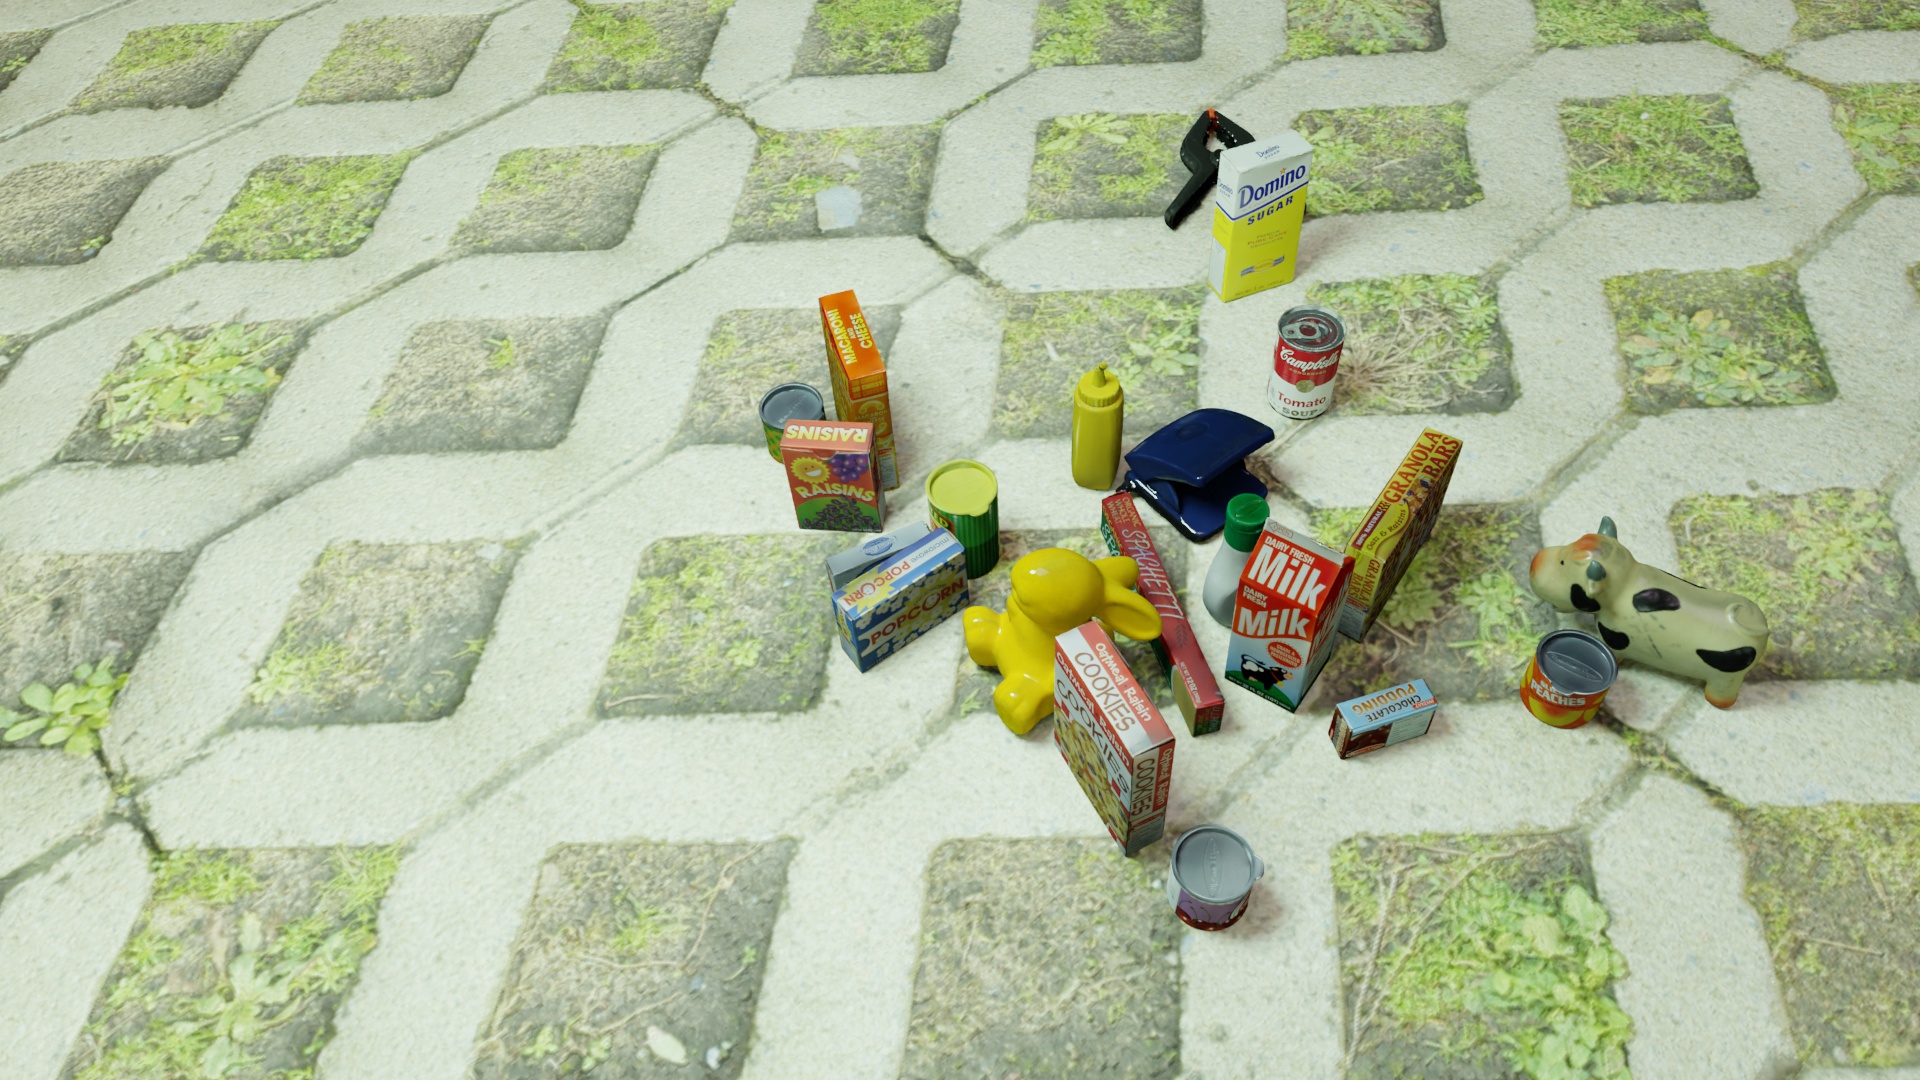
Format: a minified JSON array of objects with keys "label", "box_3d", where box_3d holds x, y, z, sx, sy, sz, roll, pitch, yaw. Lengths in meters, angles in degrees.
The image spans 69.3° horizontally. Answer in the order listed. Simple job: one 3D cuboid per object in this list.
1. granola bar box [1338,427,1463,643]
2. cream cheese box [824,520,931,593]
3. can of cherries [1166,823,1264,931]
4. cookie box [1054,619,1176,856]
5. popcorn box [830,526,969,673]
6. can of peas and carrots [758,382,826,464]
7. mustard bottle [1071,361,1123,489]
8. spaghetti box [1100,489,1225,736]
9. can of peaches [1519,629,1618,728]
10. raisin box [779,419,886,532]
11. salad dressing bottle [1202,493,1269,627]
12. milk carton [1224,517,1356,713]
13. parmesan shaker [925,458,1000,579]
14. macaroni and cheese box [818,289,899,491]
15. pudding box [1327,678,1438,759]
[{"label":"granola bar box","box_3d":[0.392,-0.006,1.259,0.039,0.123,0.166,28,58,23]},{"label":"cream cheese box","box_3d":[-0.075,0.022,1.310,0.104,0.053,0.024,-22,54,-14]},{"label":"can of cherries","box_3d":[0.200,0.267,1.094,0.071,0.058,0.072,-2,51,2]},{"label":"cookie box","box_3d":[0.121,0.160,1.115,0.040,0.166,0.123,-23,54,-14]},{"label":"popcorn box","box_3d":[-0.053,0.054,1.263,0.127,0.084,0.038,-32,56,-21]},{"label":"can of peas and carrots","box_3d":[-0.168,-0.118,1.425,0.071,0.058,0.071,-2,51,2]},{"label":"mustard bottle","box_3d":[0.133,-0.118,1.342,0.049,0.159,0.065,8,52,10]},{"label":"spaghetti box","box_3d":[0.180,0.061,1.265,0.029,0.050,0.251,-14,52,-7]},{"label":"can of peaches","box_3d":[0.520,0.121,1.192,0.071,0.057,0.071,-2,51,2]},{"label":"raisin box","box_3d":[-0.121,-0.060,1.334,0.086,0.122,0.040,4,52,7]},{"label":"salad dressing bottle","box_3d":[0.249,0.018,1.234,0.064,0.146,0.044,-27,55,-17]},{"label":"milk carton","box_3d":[0.279,0.056,1.174,0.072,0.189,0.074,28,58,23]},{"label":"parmesan shaker","box_3d":[0.005,-0.016,1.304,0.071,0.102,0.072,-2,51,2]},{"label":"macaroni and cheese box","box_3d":[-0.100,-0.144,1.373,0.040,0.165,0.124,-16,52,-9]},{"label":"pudding box","box_3d":[0.359,0.152,1.182,0.084,0.049,0.030,-16,52,-9]}]
